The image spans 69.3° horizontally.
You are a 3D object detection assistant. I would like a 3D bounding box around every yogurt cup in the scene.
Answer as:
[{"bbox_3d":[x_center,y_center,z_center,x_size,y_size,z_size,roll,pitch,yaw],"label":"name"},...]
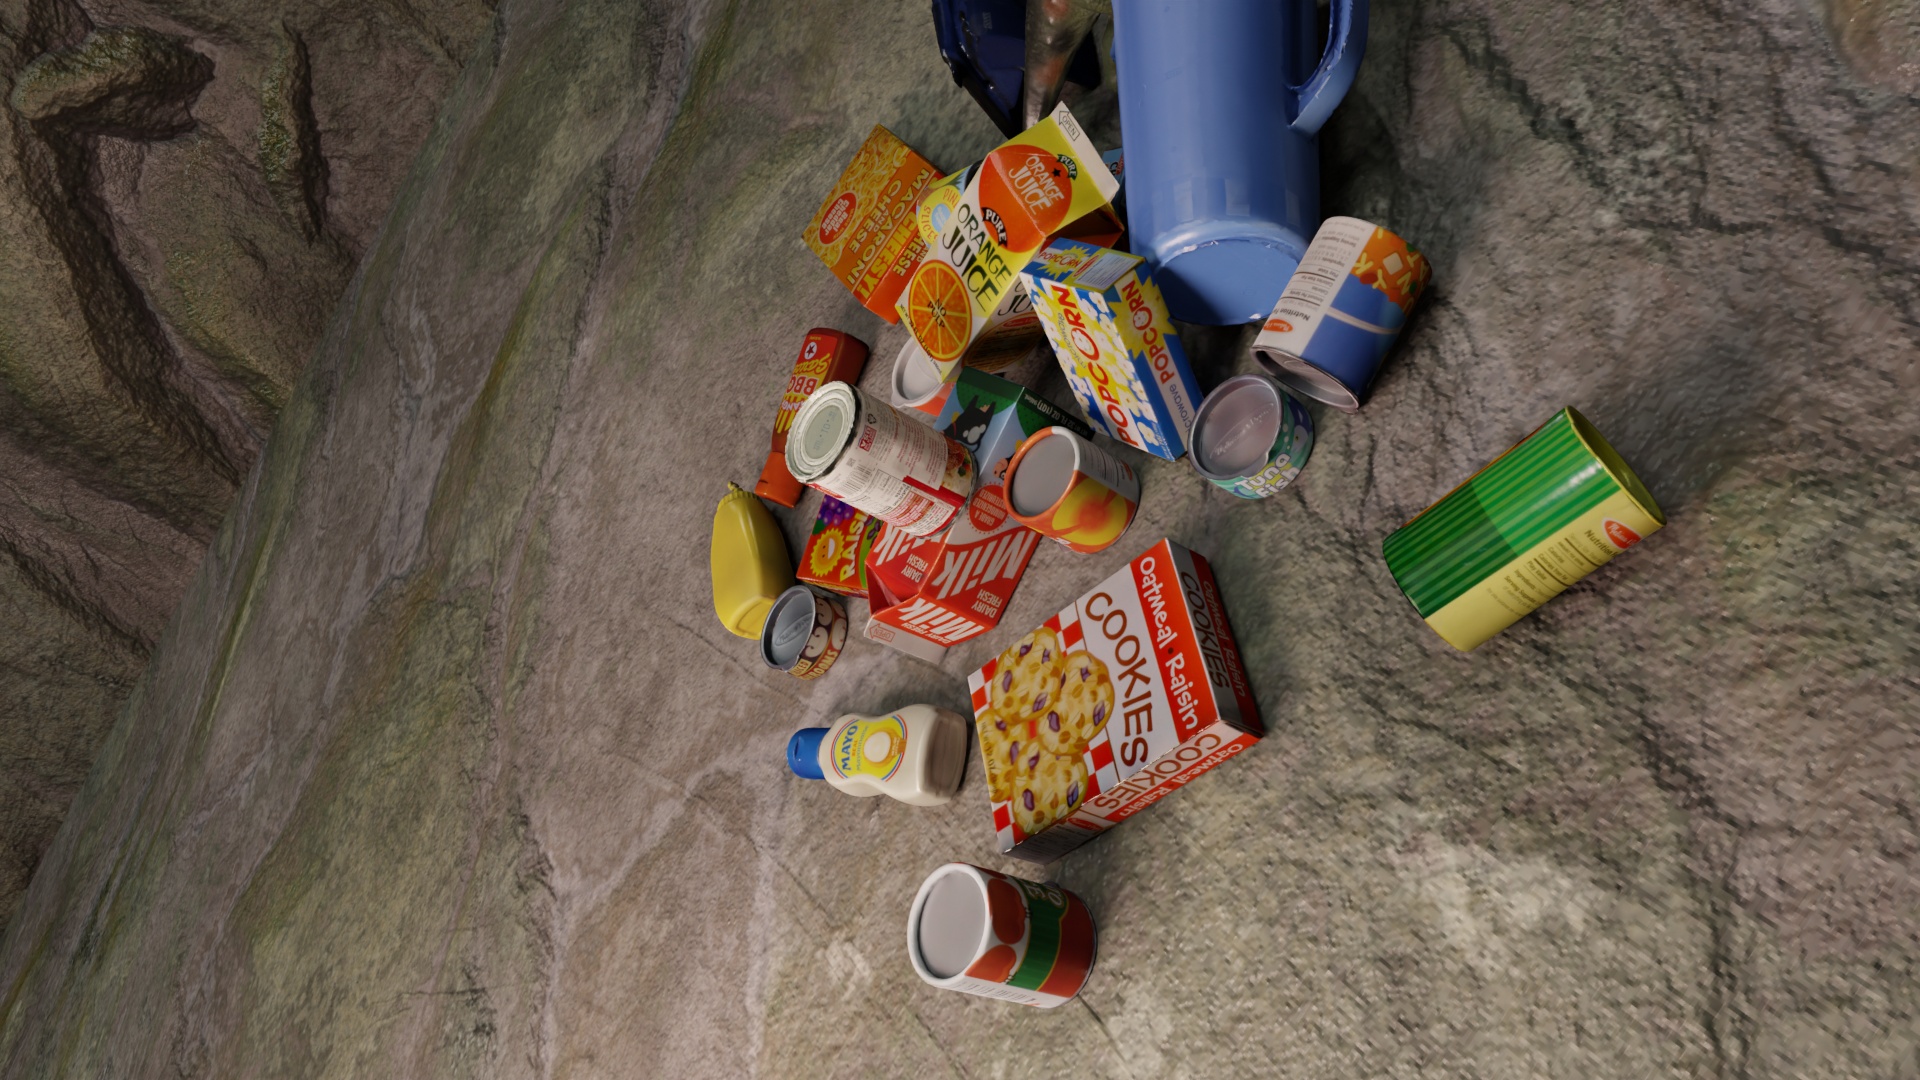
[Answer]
[{"bbox_3d":[-0.008,-0.120,1.014,0.072,0.054,0.073,-27,51,38],"label":"yogurt cup"}]

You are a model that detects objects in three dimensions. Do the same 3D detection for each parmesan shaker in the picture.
[{"bbox_3d":[0.252,-0.005,0.631,0.102,0.071,0.071,-41,43,27],"label":"parmesan shaker"}]

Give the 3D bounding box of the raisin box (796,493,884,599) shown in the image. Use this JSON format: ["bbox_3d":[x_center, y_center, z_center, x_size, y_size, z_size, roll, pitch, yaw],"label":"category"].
[{"bbox_3d":[-0.060,0.000,1.019,0.123,0.040,0.086,7,75,50],"label":"raisin box"}]

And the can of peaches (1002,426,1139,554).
[{"bbox_3d":[0.067,-0.030,0.871,0.071,0.058,0.071,-26,51,38],"label":"can of peaches"}]

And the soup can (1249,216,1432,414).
[{"bbox_3d":[0.208,-0.122,0.754,0.071,0.071,0.084,28,88,52],"label":"soup can"}]

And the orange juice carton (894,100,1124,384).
[{"bbox_3d":[0.038,-0.190,0.906,0.072,0.073,0.191,60,141,18],"label":"orange juice carton"}]

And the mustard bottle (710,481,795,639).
[{"bbox_3d":[-0.174,0.006,1.141,0.065,0.049,0.161,-42,42,25],"label":"mustard bottle"}]

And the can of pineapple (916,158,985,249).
[{"bbox_3d":[0.007,-0.249,1.059,0.057,0.071,0.071,-12,61,47],"label":"can of pineapple"}]

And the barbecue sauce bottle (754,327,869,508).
[{"bbox_3d":[-0.126,-0.101,1.151,0.065,0.043,0.148,13,80,51],"label":"barbecue sauce bottle"}]

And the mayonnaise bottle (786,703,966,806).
[{"bbox_3d":[-0.060,0.144,0.933,0.148,0.041,0.065,-9,65,46],"label":"mayonnaise bottle"}]

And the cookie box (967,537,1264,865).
[{"bbox_3d":[0.083,0.094,0.797,0.167,0.040,0.123,-38,44,31],"label":"cookie box"}]

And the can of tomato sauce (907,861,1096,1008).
[{"bbox_3d":[0.023,0.215,0.762,0.071,0.083,0.071,-26,52,39],"label":"can of tomato sauce"}]

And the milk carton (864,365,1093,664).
[{"bbox_3d":[0.003,-0.012,0.924,0.073,0.072,0.190,27,91,52],"label":"milk carton"}]

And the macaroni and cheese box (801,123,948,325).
[{"bbox_3d":[-0.062,-0.270,1.176,0.123,0.040,0.167,-54,38,13],"label":"macaroni and cheese box"}]

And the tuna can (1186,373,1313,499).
[{"bbox_3d":[0.166,-0.057,0.792,0.071,0.033,0.071,-27,51,38],"label":"tuna can"}]

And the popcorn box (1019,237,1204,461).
[{"bbox_3d":[0.094,-0.114,0.834,0.038,0.126,0.085,-39,34,-15],"label":"popcorn box"}]

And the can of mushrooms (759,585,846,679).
[{"bbox_3d":[-0.119,0.072,1.050,0.071,0.033,0.071,-26,51,38],"label":"can of mushrooms"}]

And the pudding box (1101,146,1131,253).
[{"bbox_3d":[0.110,-0.217,0.936,0.030,0.049,0.084,5,73,52],"label":"pudding box"}]
